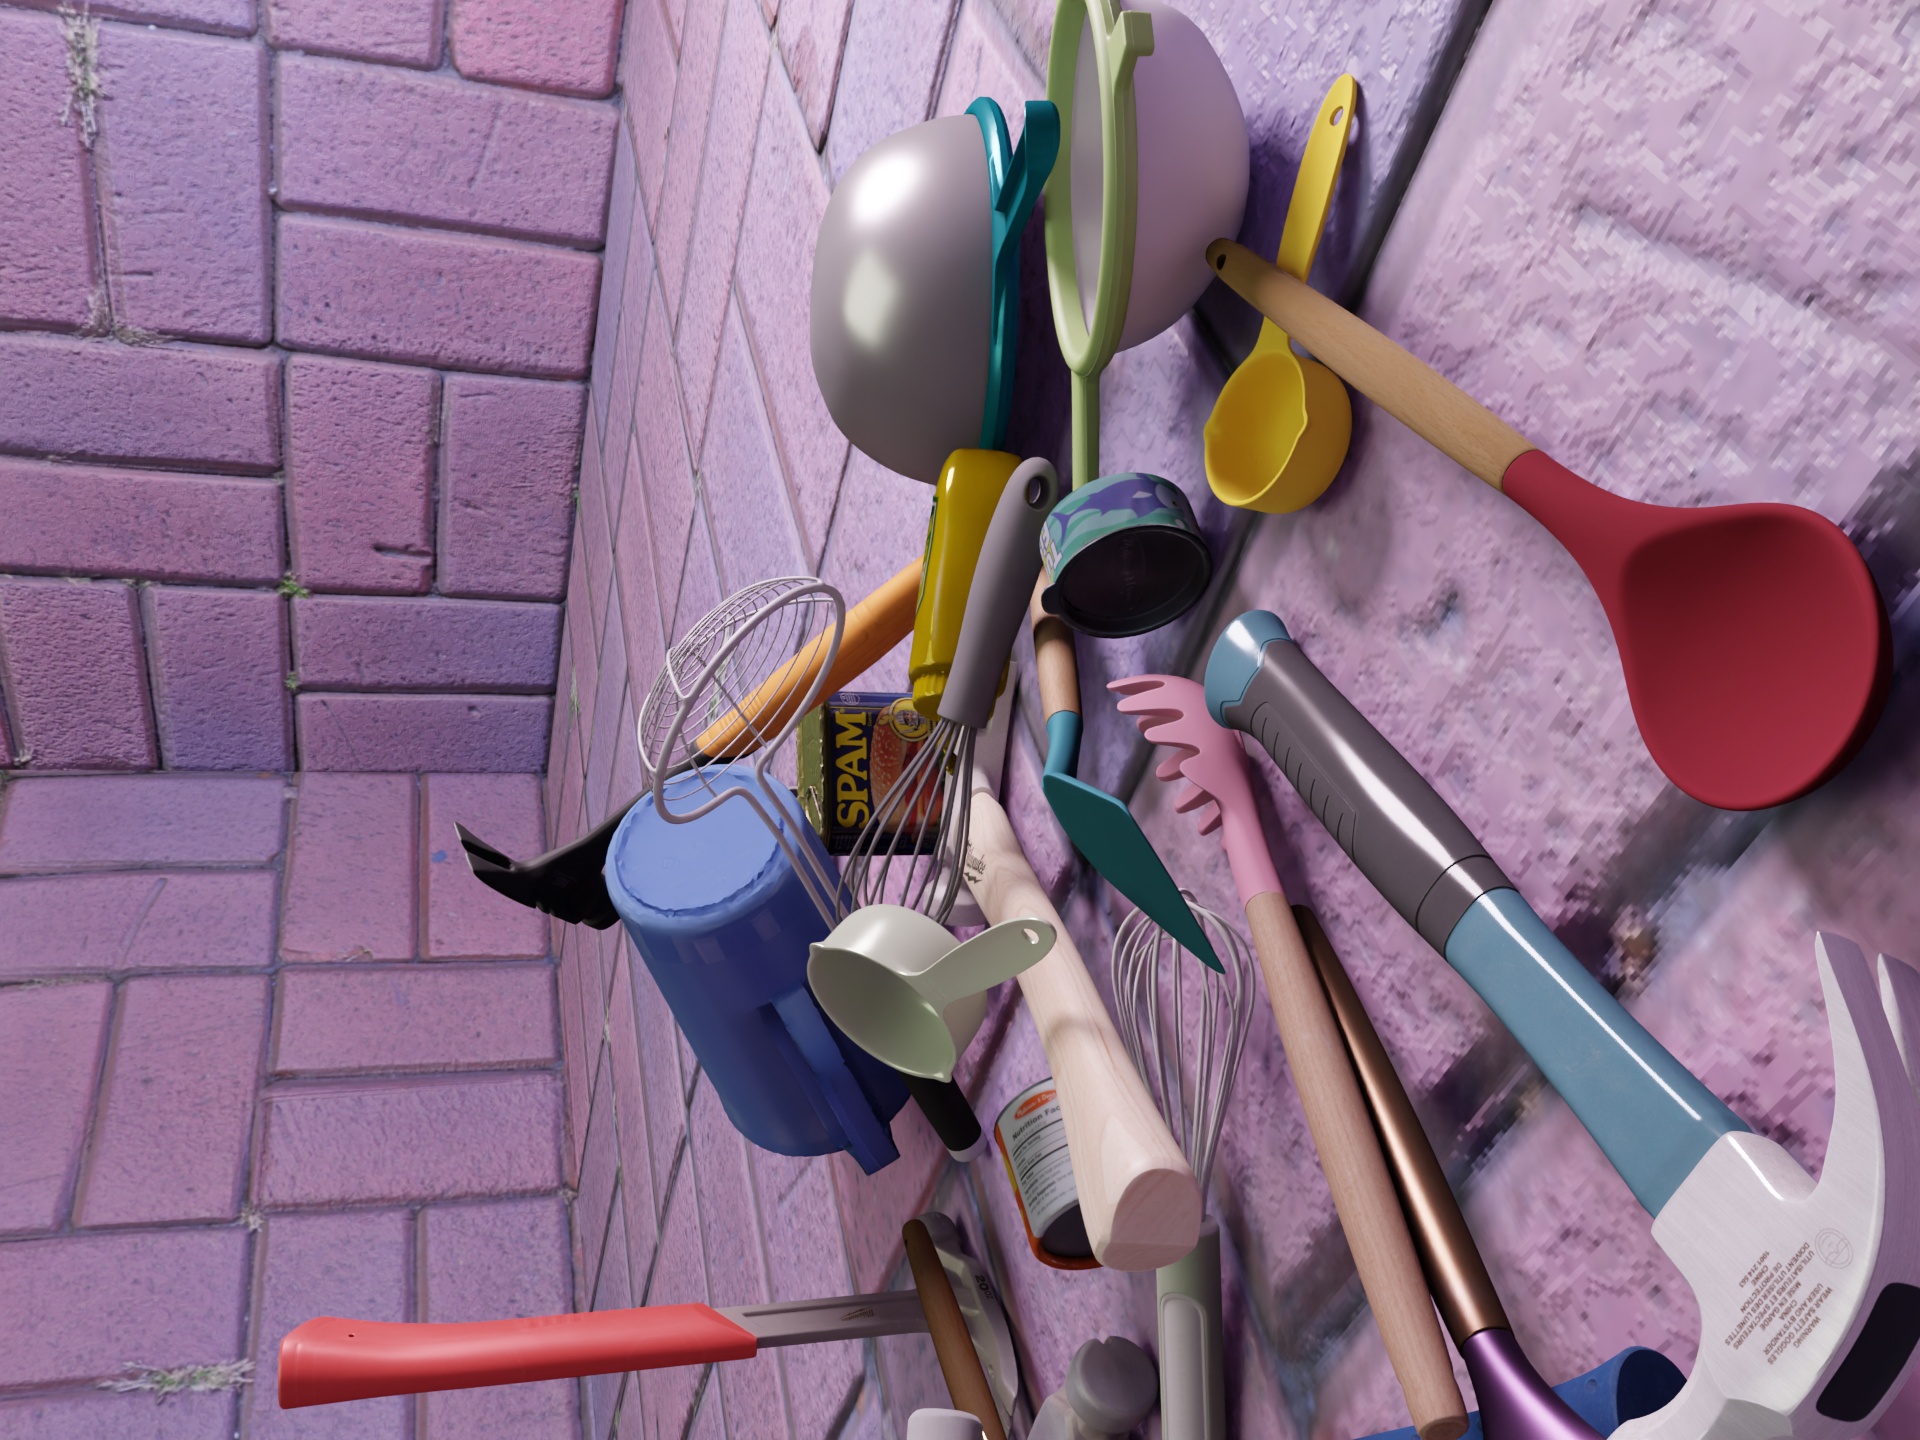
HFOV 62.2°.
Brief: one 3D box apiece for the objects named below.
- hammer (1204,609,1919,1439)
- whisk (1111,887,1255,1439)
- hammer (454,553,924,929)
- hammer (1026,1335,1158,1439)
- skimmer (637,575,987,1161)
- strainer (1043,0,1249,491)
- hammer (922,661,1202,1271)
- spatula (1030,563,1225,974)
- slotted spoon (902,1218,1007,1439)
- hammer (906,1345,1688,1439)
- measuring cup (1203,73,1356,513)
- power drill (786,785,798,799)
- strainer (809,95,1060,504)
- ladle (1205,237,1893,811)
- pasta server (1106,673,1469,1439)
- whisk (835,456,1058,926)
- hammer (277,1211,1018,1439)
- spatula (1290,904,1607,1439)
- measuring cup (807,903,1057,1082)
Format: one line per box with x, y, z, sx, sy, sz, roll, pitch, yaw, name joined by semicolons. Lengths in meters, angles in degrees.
0.141;0.052;0.451;0.128;0.033;0.331;-61;25;19;hammer
0.087;0.187;0.614;0.058;0.059;0.246;-1;93;28;whisk
-0.115;-0.004;0.871;0.337;0.127;0.034;-37;58;8;hammer
0.095;0.441;0.586;0.387;0.038;0.143;-111;28;-47;hammer
-0.044;0.095;0.771;0.090;0.127;0.363;5;131;44;skimmer
0.077;-0.166;0.645;0.152;0.069;0.256;-102;8;-60;strainer
0.033;0.087;0.678;0.411;0.038;0.146;-119;34;-73;hammer
0.053;-0.015;0.670;0.082;0.044;0.318;57;-164;-28;spatula
0.015;0.334;0.727;0.314;0.031;0.070;-125;40;-63;slotted spoon
0.076;0.279;0.533;0.405;0.035;0.144;-46;31;47;hammer
0.126;-0.149;0.565;0.062;0.029;0.156;16;92;64;measuring cup
-0.115;0.175;1.136;0.229;0.080;0.190;-118;33;-58;power drill
-0.024;-0.221;0.777;0.340;0.095;0.211;159;110;-83;strainer
0.145;-0.081;0.458;0.069;0.031;0.316;-67;31;27;ladle
0.100;0.083;0.521;0.060;0.040;0.317;57;-165;-36;pasta server
-0.002;-0.003;0.711;0.055;0.055;0.239;33;106;67;whisk
-0.154;0.321;0.811;0.149;0.359;0.036;-126;40;-64;hammer
0.134;0.152;0.437;0.059;0.018;0.316;-50;23;22;spatula
-0.002;0.095;0.639;0.038;0.083;0.167;-49;7;-38;measuring cup
